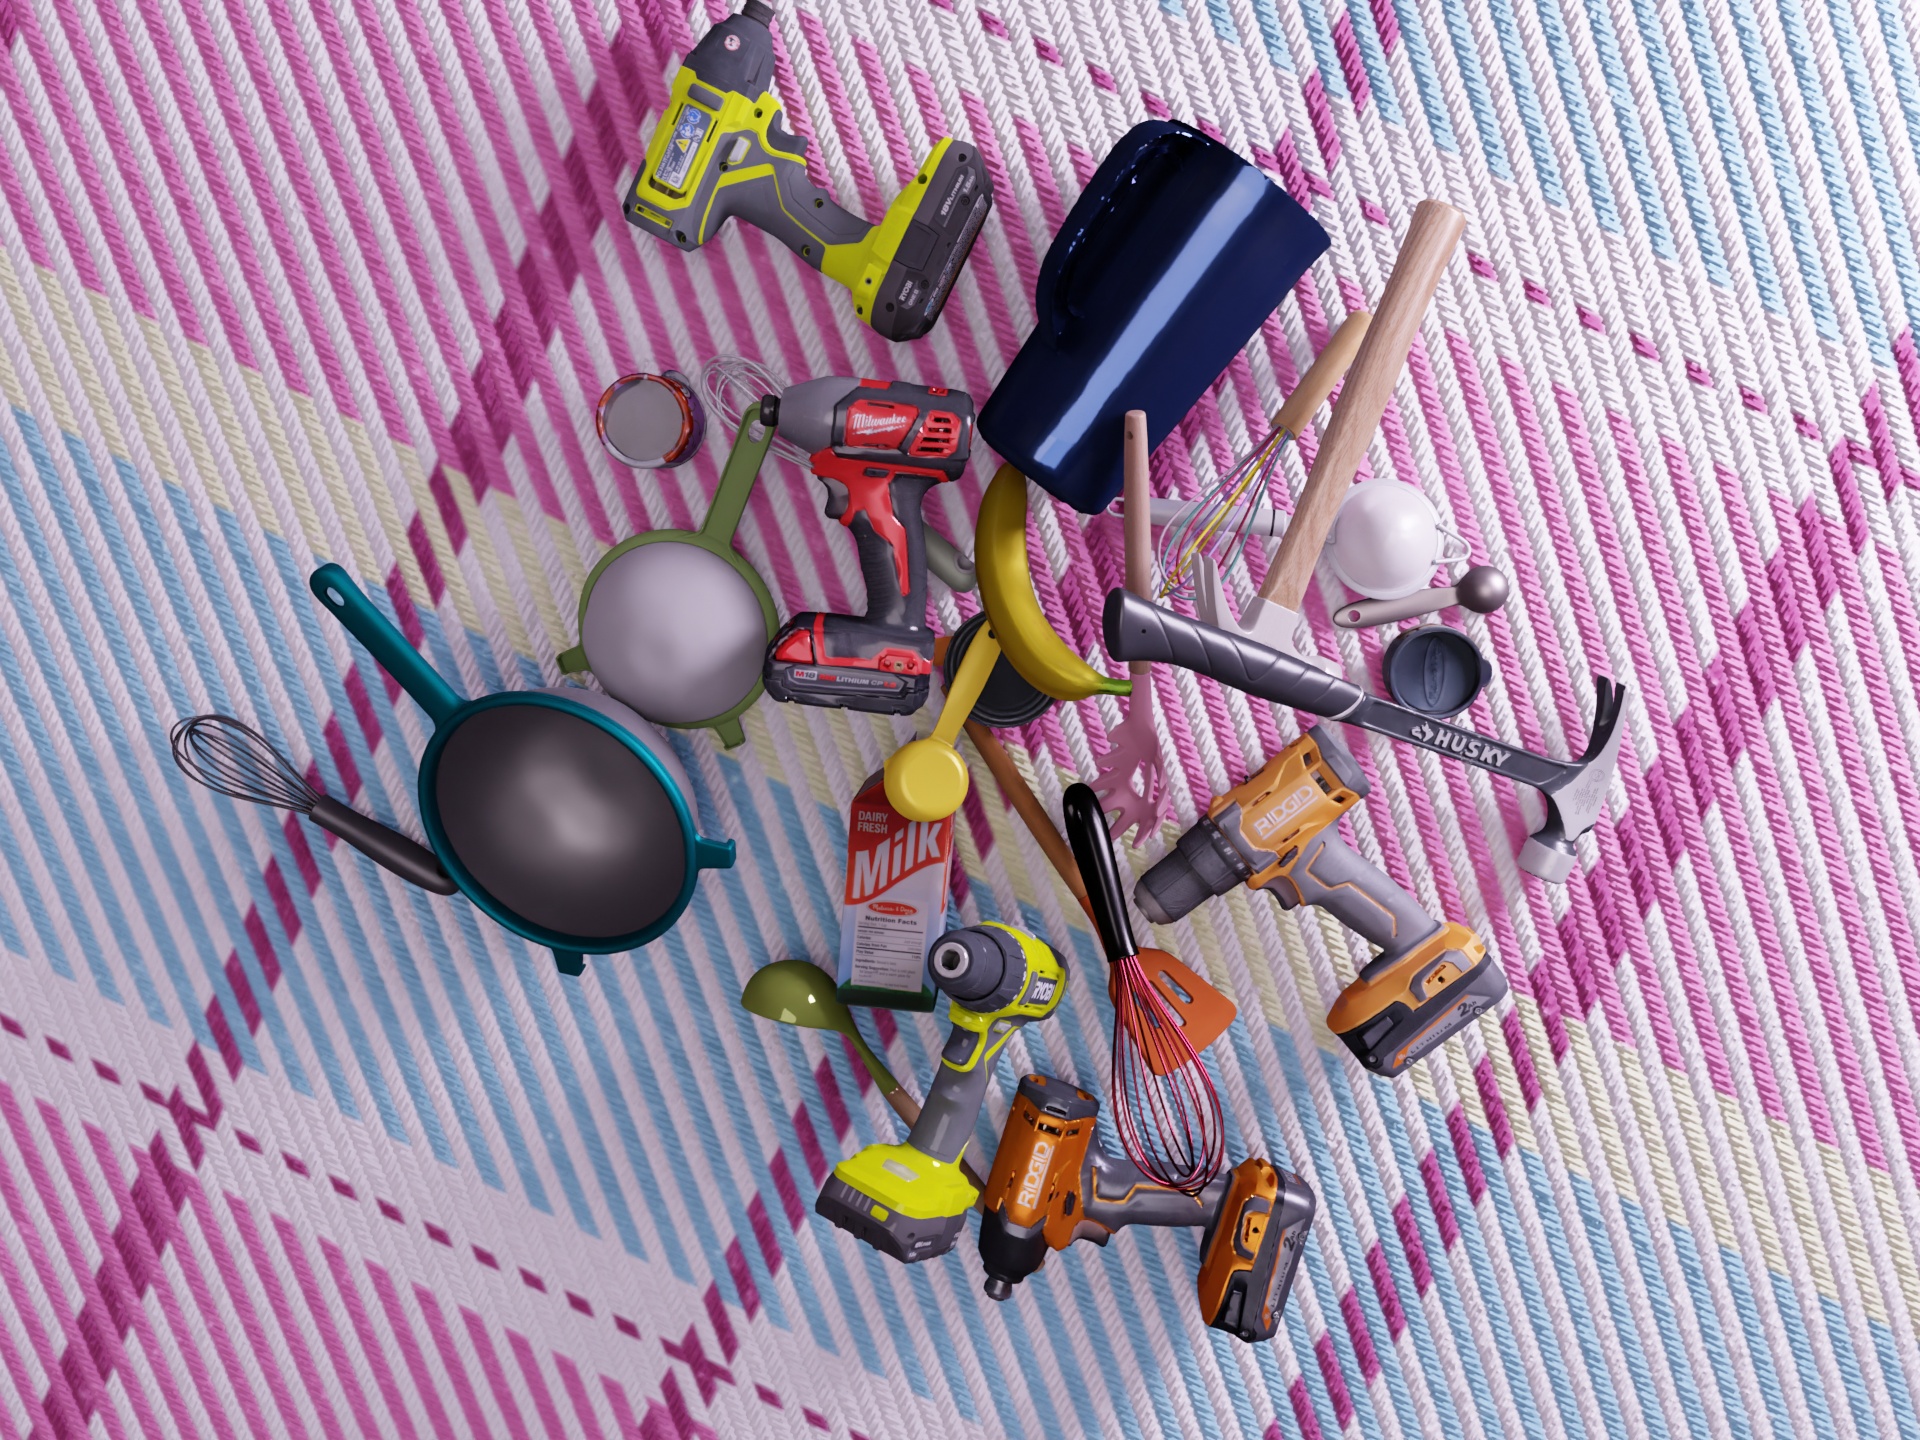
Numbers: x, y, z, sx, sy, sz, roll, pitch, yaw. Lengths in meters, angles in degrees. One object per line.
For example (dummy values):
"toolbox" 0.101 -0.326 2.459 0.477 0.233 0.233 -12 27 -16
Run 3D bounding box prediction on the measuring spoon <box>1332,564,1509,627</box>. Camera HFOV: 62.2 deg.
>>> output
"measuring spoon" 0.326 -0.083 1.122 0.124 0.018 0.034 -11 98 6

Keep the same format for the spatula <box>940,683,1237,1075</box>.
"spatula" 0.081 0.106 1.157 0.081 0.041 0.322 -34 94 -16

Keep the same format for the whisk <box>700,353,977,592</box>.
"whisk" -0.084 -0.173 1.128 0.246 0.058 0.059 39 134 -5

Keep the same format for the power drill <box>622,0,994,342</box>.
"power drill" -0.098 -0.371 1.080 0.223 0.080 0.171 27 100 3

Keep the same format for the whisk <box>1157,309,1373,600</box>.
"whisk" 0.208 -0.180 1.079 0.051 0.047 0.245 32 83 37

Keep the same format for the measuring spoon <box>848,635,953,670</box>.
"measuring spoon" -0.031 -0.048 1.155 0.117 0.011 0.021 -6 98 5

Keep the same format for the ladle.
"ladle" -0.046 0.303 1.190 0.062 0.078 0.320 -39 100 -7

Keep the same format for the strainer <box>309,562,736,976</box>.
"strainer" -0.312 0.009 1.126 0.211 0.095 0.340 -35 102 29

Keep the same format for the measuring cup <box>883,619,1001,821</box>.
"measuring cup" -0.002 -0.003 1.093 0.062 0.029 0.156 26 83 -11

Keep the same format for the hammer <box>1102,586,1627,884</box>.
"hammer" 0.274 -0.010 1.058 0.408 0.036 0.149 18 101 -20

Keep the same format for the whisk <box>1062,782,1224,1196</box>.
"whisk" 0.119 0.185 1.113 0.073 0.073 0.296 -16 78 6

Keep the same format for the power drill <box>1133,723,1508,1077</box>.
"power drill" 0.251 0.143 1.130 0.185 0.084 0.226 -38 90 5

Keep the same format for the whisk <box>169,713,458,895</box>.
"whisk" -0.480 0.067 1.189 0.239 0.055 0.055 31 100 -5

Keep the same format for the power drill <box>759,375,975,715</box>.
"power drill" -0.073 -0.122 1.081 0.143 0.079 0.219 7 105 -4

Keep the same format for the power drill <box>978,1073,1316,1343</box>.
"power drill" 0.127 0.372 1.166 0.226 0.084 0.164 18 89 3

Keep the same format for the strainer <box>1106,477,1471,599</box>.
"strainer" 0.230 -0.136 1.111 0.258 0.050 0.087 7 83 6

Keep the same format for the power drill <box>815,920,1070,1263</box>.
"power drill" -0.010 0.245 1.087 0.080 0.190 0.228 23 86 22

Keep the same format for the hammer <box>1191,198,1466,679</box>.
"hammer" 0.251 -0.183 1.048 0.130 0.031 0.331 20 94 -24

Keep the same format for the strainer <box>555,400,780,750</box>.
"strainer" -0.186 -0.100 1.106 0.151 0.069 0.256 25 112 -1

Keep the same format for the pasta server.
"pasta server" 0.118 -0.055 1.083 0.060 0.040 0.316 19 127 36
